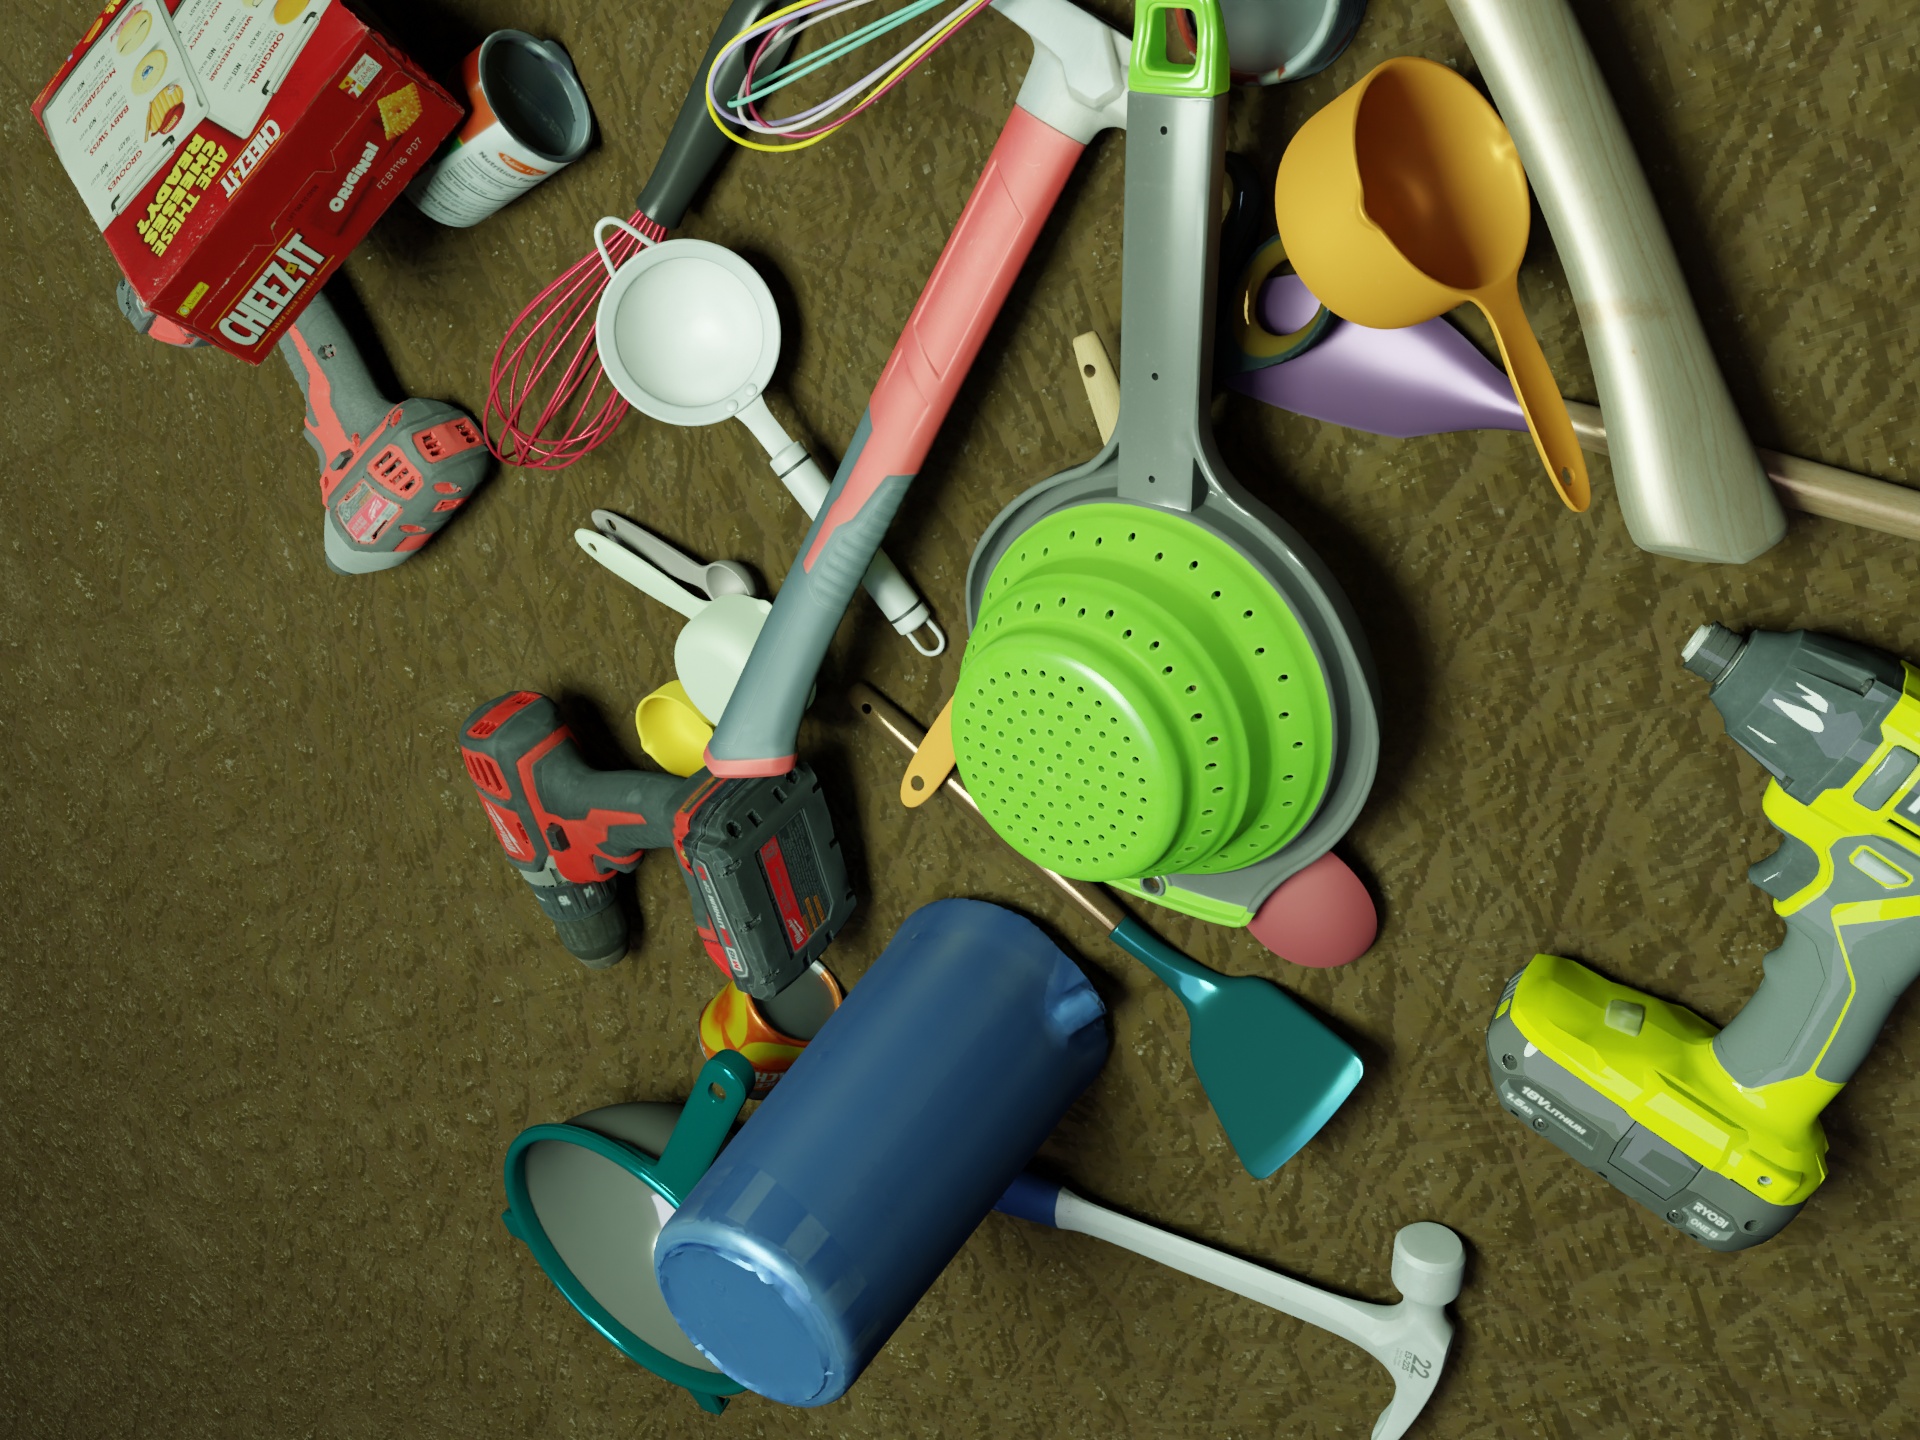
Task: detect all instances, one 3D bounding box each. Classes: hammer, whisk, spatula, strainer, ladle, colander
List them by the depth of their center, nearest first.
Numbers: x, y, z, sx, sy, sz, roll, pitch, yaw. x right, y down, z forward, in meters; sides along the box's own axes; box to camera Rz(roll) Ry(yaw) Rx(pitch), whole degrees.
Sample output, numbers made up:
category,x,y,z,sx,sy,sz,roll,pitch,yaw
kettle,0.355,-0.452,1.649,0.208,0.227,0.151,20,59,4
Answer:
category,x,y,z,sx,sy,sz,roll,pitch,yaw
hammer,0.190,-0.243,0.529,0.146,0.038,0.410,-29,101,-2
spatula,0.246,-0.110,0.599,0.316,0.018,0.059,23,123,23
whisk,0.011,-0.286,0.617,0.245,0.051,0.047,-21,106,15
colander,0.061,-0.071,0.629,0.205,0.094,0.396,19,126,32
ladle,0.111,-0.022,0.707,0.069,0.031,0.315,-12,106,39
hammer,-0.042,-0.137,0.720,0.143,0.038,0.386,37,116,15
whisk,-0.157,-0.231,0.775,0.073,0.073,0.295,45,122,7
strainer,-0.089,-0.133,0.775,0.087,0.050,0.258,-37,102,5
spatula,0.057,0.086,0.791,0.317,0.044,0.082,41,111,12
hammer,0.065,0.277,0.877,0.406,0.035,0.144,13,117,27
strainer,-0.158,0.273,0.965,0.211,0.095,0.340,38,133,11

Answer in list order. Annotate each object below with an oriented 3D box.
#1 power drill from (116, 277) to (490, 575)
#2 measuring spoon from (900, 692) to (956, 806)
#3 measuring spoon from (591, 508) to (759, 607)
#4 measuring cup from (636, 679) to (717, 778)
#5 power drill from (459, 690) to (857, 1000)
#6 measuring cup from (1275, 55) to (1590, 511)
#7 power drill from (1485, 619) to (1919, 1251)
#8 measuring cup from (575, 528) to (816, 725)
category,x,y,z,sx,sy,sz,roll,pitch,yaw
power drill,-0.378,-0.192,0.924,0.143,0.078,0.219,-34,94,38
measuring spoon,-0.001,-0.003,0.792,0.021,0.011,0.117,39,113,18
measuring spoon,-0.154,-0.091,0.866,0.124,0.018,0.034,29,140,27
measuring cup,-0.127,0.044,0.906,0.062,0.029,0.156,-14,115,42
power drill,-0.173,0.084,0.896,0.227,0.080,0.187,12,130,33
measuring cup,0.176,-0.149,0.582,0.052,0.095,0.173,-14,105,58
power drill,0.310,0.081,0.611,0.171,0.080,0.223,34,121,14
measuring cup,-0.153,-0.050,0.851,0.168,0.038,0.083,34,142,13
